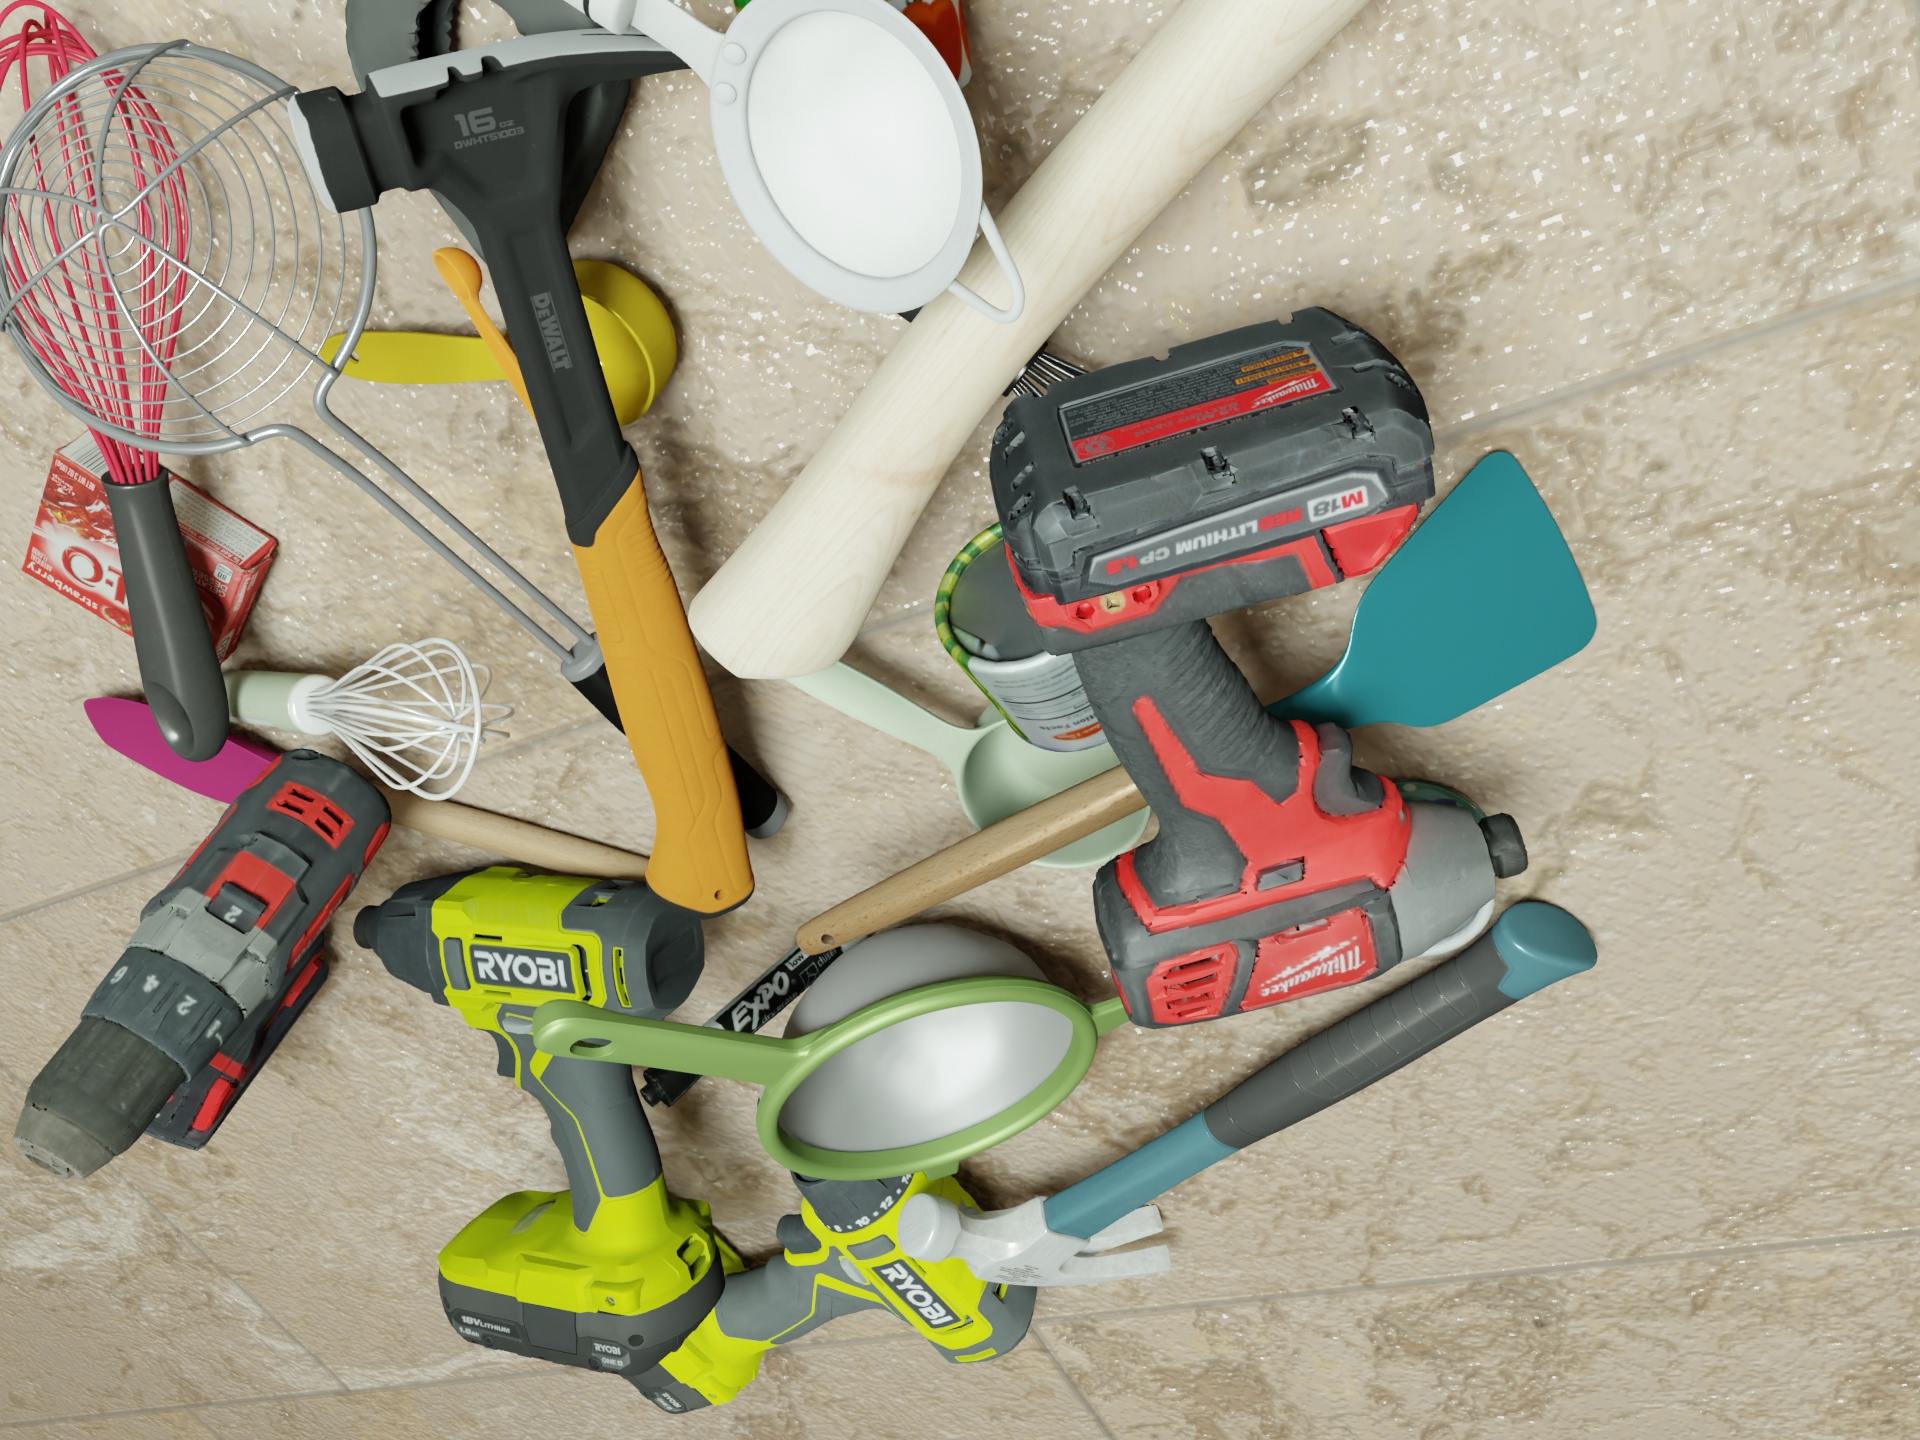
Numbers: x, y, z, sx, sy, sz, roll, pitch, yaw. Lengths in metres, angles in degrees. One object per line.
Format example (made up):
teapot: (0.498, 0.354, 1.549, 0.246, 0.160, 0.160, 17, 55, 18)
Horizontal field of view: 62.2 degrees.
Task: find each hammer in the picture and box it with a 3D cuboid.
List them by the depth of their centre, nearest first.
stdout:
hammer: (0.040, -0.164, 0.451, 0.146, 0.038, 0.410, 39, 117, -12)
hammer: (-0.112, -0.061, 0.556, 0.127, 0.034, 0.336, -20, 129, -15)
hammer: (0.125, 0.173, 0.697, 0.128, 0.033, 0.331, 27, 127, -35)

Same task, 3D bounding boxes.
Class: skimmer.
skimmer: (-0.183, -0.076, 0.590, 0.127, 0.090, 0.362, -37, 132, 6)

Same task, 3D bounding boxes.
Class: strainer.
strainer: (-0.082, -0.190, 0.420, 0.258, 0.050, 0.086, 34, 140, 1)
strainer: (-0.061, 0.123, 0.664, 0.256, 0.069, 0.151, 17, 128, -37)

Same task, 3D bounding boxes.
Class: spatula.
spatula: (0.070, 0.016, 0.579, 0.317, 0.044, 0.082, -27, 115, 22)

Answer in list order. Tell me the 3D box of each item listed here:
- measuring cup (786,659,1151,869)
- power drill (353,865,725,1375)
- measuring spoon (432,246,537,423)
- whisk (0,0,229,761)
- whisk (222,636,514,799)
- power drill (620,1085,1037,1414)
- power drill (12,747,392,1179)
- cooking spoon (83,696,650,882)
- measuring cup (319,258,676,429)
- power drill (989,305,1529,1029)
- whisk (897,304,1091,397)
measuring cup: (-0.001, -0.002, 0.622, 0.167, 0.038, 0.083, 27, 128, -2)
power drill: (-0.194, 0.178, 0.741, 0.171, 0.080, 0.223, 1, 107, 22)
measuring spoon: (-0.148, -0.117, 0.560, 0.021, 0.011, 0.116, 26, 153, 46)
whisk: (-0.314, -0.110, 0.597, 0.073, 0.073, 0.295, 9, 122, 9)
whisk: (-0.254, -0.005, 0.638, 0.246, 0.057, 0.059, 4, 92, 46)
power drill: (-0.099, 0.273, 0.831, 0.228, 0.080, 0.190, -25, 116, 27)
power drill: (-0.339, 0.125, 0.699, 0.080, 0.188, 0.226, 35, 144, -12)
cooking spoon: (-0.257, 0.041, 0.739, 0.319, 0.017, 0.068, 15, 142, 5)
measuring cup: (-0.171, -0.139, 0.581, 0.156, 0.029, 0.062, 7, 136, 27)
power drill: (0.097, -0.003, 0.488, 0.143, 0.079, 0.219, -15, 125, 5)
whisk: (0.021, -0.118, 0.526, 0.239, 0.055, 0.055, 38, 127, -7)
